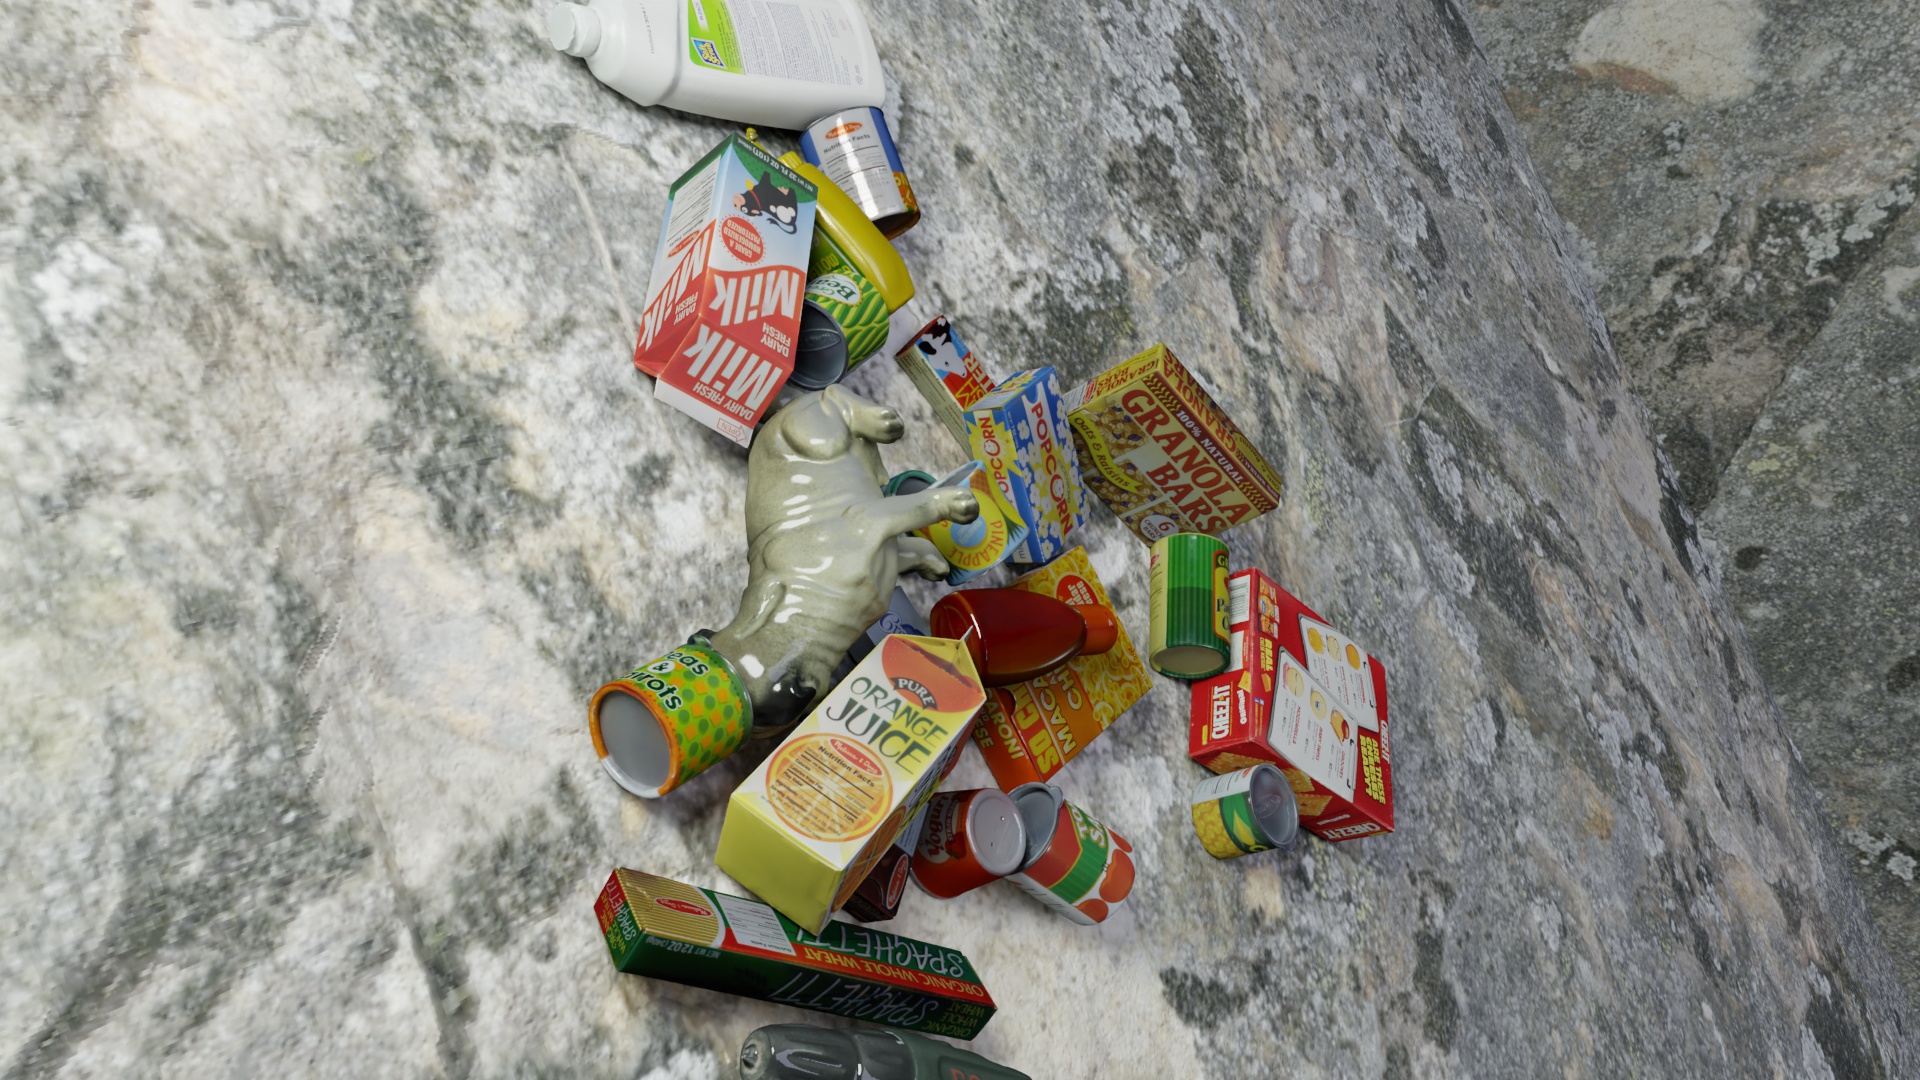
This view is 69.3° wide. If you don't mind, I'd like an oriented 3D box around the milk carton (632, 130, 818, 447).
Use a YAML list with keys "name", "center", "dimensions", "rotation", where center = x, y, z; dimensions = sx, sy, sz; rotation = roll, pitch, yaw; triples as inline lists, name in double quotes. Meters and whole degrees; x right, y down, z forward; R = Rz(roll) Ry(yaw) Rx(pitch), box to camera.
- name: "milk carton"
  center: [-0.147, -0.152, 0.868]
  dimensions: [0.072, 0.073, 0.191]
  rotation: [29, 52, -36]

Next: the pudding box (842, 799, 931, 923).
- name: "pudding box"
  center: [-0.053, 0.180, 0.834]
  dimensions: [0.049, 0.030, 0.084]
  rotation: [43, 44, -26]

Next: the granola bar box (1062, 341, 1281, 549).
- name: "granola bar box"
  center: [0.162, -0.069, 1.128]
  dimensions: [0.165, 0.124, 0.039]
  rotation: [44, 43, -24]

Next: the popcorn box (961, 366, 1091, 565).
- name: "popcorn box"
  center: [0.052, -0.055, 1.038]
  dimensions: [0.085, 0.038, 0.126]
  rotation: [-41, 122, -49]

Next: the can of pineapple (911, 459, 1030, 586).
- name: "can of pineapple"
  center: [0.003, -0.011, 0.912]
  dimensions: [0.058, 0.070, 0.071]
  rotation: [55, 40, -11]

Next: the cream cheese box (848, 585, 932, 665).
- name: "cream cheese box"
  center: [-0.033, 0.086, 0.910]
  dimensions: [0.103, 0.024, 0.054]
  rotation: [57, 39, -10]

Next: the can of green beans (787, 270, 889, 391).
- name: "can of green beans"
  center: [-0.089, -0.142, 0.932]
  dimensions: [0.071, 0.071, 0.058]
  rotation: [56, 40, -11]

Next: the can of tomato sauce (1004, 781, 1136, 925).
- name: "can of tomato sauce"
  center: [0.068, 0.207, 0.923]
  dimensions: [0.083, 0.071, 0.071]
  rotation: [39, 46, -29]

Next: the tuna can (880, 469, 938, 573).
- name: "tuna can"
  center: [-0.033, -0.014, 0.955]
  dimensions: [0.071, 0.032, 0.071]
  rotation: [24, 55, -39]

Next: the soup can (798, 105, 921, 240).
- name: "soup can"
  center: [-0.073, -0.263, 1.016]
  dimensions: [0.071, 0.071, 0.084]
  rotation: [-15, 83, -50]

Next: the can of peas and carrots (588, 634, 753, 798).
- name: "can of peas and carrots"
  center: [-0.154, 0.093, 0.737]
  dimensions: [0.059, 0.070, 0.071]
  rotation: [-28, 93, -50]

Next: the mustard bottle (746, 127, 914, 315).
- name: "mustard bottle"
  center: [-0.101, -0.218, 0.965]
  dimensions: [0.160, 0.065, 0.049]
  rotation: [51, 40, -8]

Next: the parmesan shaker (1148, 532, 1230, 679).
- name: "parmesan shaker"
  center: [0.188, 0.056, 1.140]
  dimensions: [0.071, 0.071, 0.103]
  rotation: [30, 51, -35]

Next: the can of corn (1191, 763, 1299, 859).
- name: "can of corn"
  center: [0.226, 0.218, 1.102]
  dimensions: [0.071, 0.058, 0.071]
  rotation: [25, 54, -39]

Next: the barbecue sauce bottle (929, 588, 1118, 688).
- name: "barbecue sauce bottle"
  center: [0.048, 0.063, 0.932]
  dimensions: [0.149, 0.043, 0.065]
  rotation: [0, 63, -47]

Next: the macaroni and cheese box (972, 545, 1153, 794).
- name: "macaroni and cheese box"
  center: [0.061, 0.089, 1.000]
  dimensions: [0.167, 0.040, 0.123]
  rotation: [-30, 93, -51]

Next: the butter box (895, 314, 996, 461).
- name: "butter box"
  center: [-0.001, -0.114, 1.048]
  dimensions: [0.103, 0.024, 0.053]
  rotation: [53, 41, -14]

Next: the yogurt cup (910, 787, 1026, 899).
- name: "yogurt cup"
  center: [0.004, 0.188, 0.875]
  dimensions: [0.072, 0.053, 0.072]
  rotation: [24, 55, -39]

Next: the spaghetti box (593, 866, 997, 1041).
- name: "spaghetti box"
  center: [-0.082, 0.230, 0.759]
  dimensions: [0.250, 0.028, 0.050]
  rotation: [27, 12, -37]

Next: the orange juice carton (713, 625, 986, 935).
- name: "orange juice carton"
  center: [-0.050, 0.123, 0.797]
  dimensions: [0.073, 0.071, 0.194]
  rotation: [32, 45, 12]
